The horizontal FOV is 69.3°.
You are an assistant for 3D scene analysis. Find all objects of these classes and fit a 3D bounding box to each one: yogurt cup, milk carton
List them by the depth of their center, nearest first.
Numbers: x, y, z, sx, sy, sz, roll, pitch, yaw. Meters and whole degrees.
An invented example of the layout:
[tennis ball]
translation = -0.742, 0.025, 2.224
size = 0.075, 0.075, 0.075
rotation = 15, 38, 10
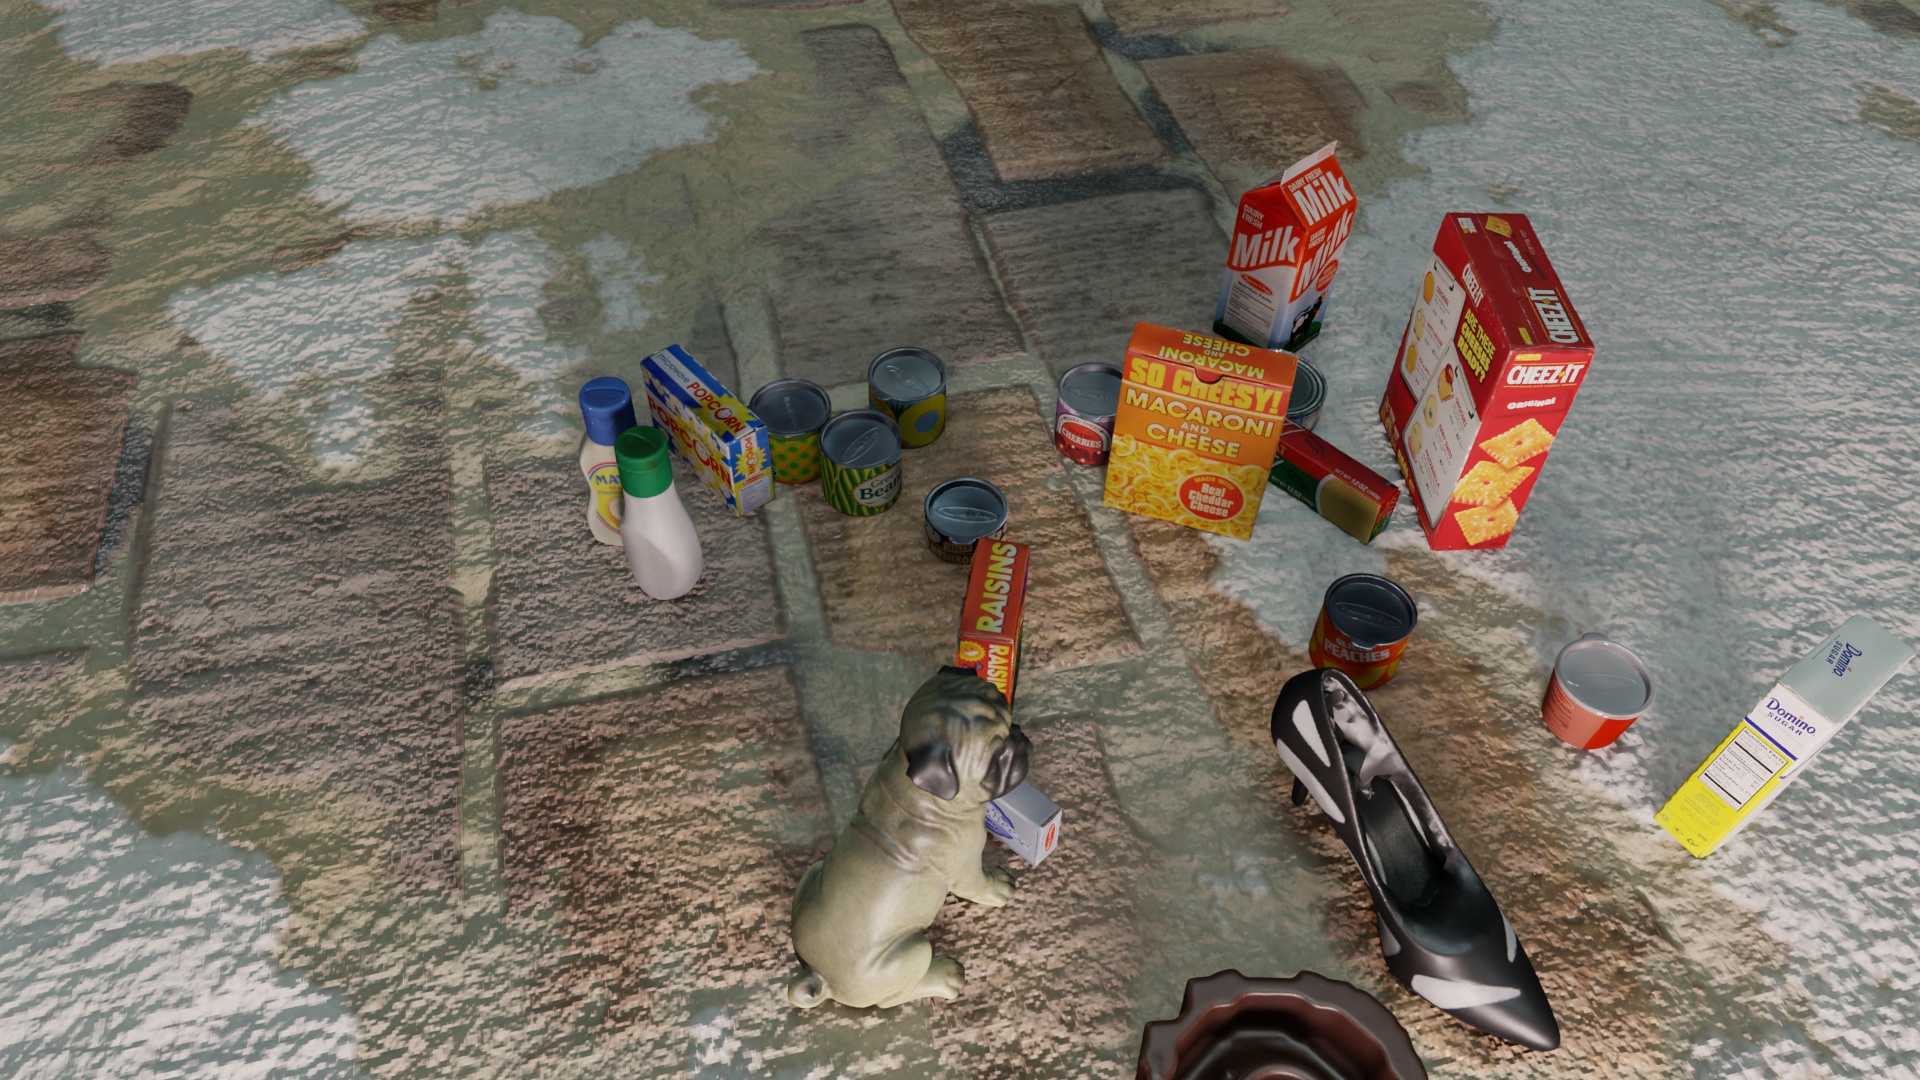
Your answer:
[yogurt cup]
translation = 0.447, 0.111, 0.983
size = 0.072, 0.053, 0.073
rotation = 1, 49, -1
[milk carton]
translation = 0.284, -0.253, 1.207
size = 0.072, 0.189, 0.073
rotation = -35, 58, -28

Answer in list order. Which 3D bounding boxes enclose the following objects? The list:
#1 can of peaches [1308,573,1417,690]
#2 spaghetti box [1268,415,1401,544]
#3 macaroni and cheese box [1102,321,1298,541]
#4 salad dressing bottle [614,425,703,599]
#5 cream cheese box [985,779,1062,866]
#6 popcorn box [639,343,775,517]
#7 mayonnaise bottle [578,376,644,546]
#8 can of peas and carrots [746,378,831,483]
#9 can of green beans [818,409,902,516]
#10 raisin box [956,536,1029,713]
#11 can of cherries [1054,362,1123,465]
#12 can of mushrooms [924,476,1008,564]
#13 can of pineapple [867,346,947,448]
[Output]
[can of peaches]
translation = 0.291, 0.069, 1.012
size = 0.071, 0.057, 0.071
rotation = 1, 49, -1
[spaghetti box]
translation = 0.248, -0.087, 1.152
size = 0.029, 0.049, 0.250
rotation = -35, 58, -28
[macaroni and cheese box]
translation = 0.181, -0.080, 1.067
size = 0.124, 0.165, 0.040
rotation = 14, 50, 10
[salad dressing bottle]
translation = -0.222, -0.019, 1.010
size = 0.064, 0.146, 0.044
rotation = 29, 54, 21
[cream cheese box]
translation = 0.019, 0.167, 0.918
size = 0.104, 0.053, 0.024
rotation = 34, 56, 25
[popcorn box]
translation = -0.203, -0.089, 1.114
size = 0.038, 0.084, 0.127
rotation = -32, 57, -27
[mayonnaise bottle]
translation = -0.256, -0.057, 1.042
size = 0.065, 0.147, 0.041
rotation = 1, 49, -1
[can of peas and carrots]
translation = -0.140, -0.088, 1.133
size = 0.071, 0.058, 0.071
rotation = 1, 49, -1
[can of green beans]
translation = -0.079, -0.062, 1.113
size = 0.071, 0.057, 0.071
rotation = 1, 49, -1
[raisin box]
translation = 0.021, 0.070, 0.957
size = 0.040, 0.122, 0.086
rotation = 8, 49, 5
[can of cherries]
translation = 0.111, -0.104, 1.156
size = 0.071, 0.058, 0.072
rotation = 1, 49, -1
[can of mushrooms]
translation = 0.004, -0.014, 1.090
size = 0.071, 0.033, 0.071
rotation = 1, 49, -1
[can of pineapple]
translation = -0.046, -0.119, 1.164
size = 0.071, 0.057, 0.071
rotation = 1, 49, -1
